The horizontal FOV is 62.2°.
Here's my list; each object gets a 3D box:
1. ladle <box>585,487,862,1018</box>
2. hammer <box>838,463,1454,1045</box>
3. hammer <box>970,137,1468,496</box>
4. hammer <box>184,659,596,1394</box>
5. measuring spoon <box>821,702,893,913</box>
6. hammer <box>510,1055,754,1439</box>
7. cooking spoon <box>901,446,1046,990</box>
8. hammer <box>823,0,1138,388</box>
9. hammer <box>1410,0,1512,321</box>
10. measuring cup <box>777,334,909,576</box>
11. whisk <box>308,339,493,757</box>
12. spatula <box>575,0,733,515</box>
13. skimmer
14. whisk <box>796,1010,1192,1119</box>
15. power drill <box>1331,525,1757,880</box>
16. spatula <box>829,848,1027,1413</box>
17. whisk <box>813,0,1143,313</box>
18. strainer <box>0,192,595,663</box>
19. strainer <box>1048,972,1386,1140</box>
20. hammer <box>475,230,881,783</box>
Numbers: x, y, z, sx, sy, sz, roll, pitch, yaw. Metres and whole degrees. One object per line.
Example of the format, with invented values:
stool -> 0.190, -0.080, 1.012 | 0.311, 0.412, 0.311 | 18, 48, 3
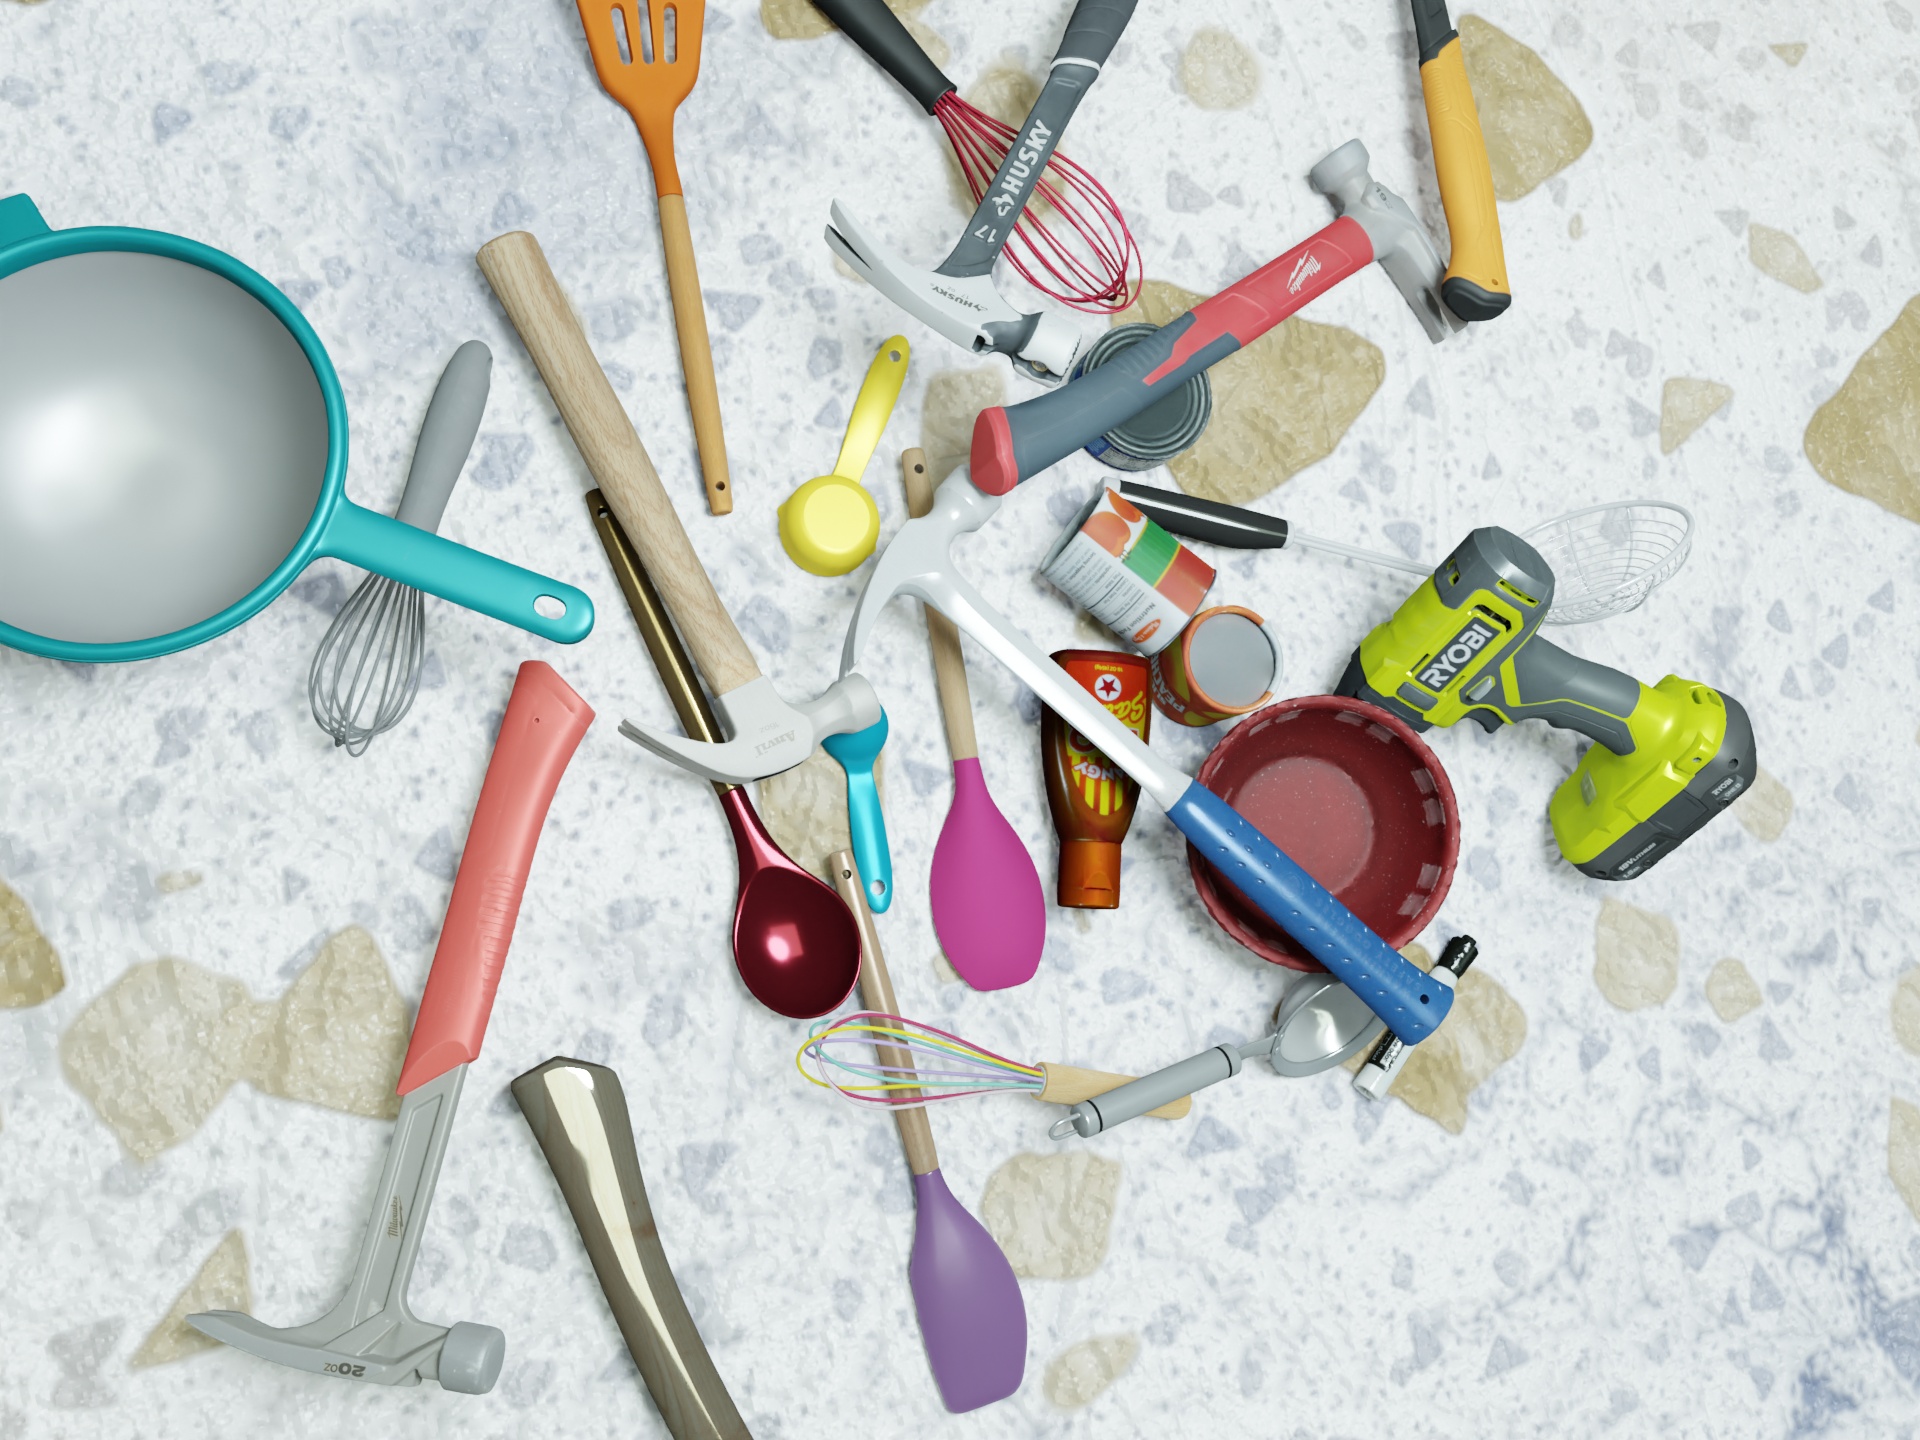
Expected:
ladle -> -0.138, 0.016, 0.876 | 0.069, 0.031, 0.315 | -24, 88, -10
hammer -> 0.109, 0.039, 0.882 | 0.405, 0.035, 0.144 | 41, 66, -3
hammer -> 0.159, -0.220, 0.955 | 0.386, 0.038, 0.143 | -36, 94, -29
hammer -> -0.263, 0.141, 0.805 | 0.149, 0.036, 0.359 | 10, 75, 5
measuring spoon -> -0.052, 0.045, 0.898 | 0.042, 0.021, 0.129 | -7, 83, -17
hammer -> -0.139, 0.369, 0.821 | 0.146, 0.038, 0.410 | -26, 90, -17
cooking spoon -> -0.001, -0.003, 0.923 | 0.068, 0.017, 0.319 | -9, 85, -18
hammer -> 0.055, -0.369, 0.929 | 0.149, 0.036, 0.409 | 25, 60, -3
hammer -> 0.327, -0.421, 1.052 | 0.127, 0.034, 0.337 | -1, 76, -16
measuring cup -> -0.058, -0.158, 0.921 | 0.062, 0.029, 0.156 | 22, 78, -13
whisk -> -0.288, -0.095, 0.840 | 0.055, 0.055, 0.239 | 17, 73, -14
spatula -> -0.160, -0.276, 0.903 | 0.081, 0.041, 0.323 | -9, 86, -18
skimmer -> 0.267, -0.129, 0.982 | 0.363, 0.127, 0.090 | 12, 112, -8
whisk -> 0.022, 0.198, 0.880 | 0.244, 0.051, 0.047 | 14, 98, -25
power drill -> 0.345, 0.001, 0.965 | 0.223, 0.171, 0.080 | 28, 35, -13
spatula -> -0.024, 0.224, 0.884 | 0.059, 0.018, 0.316 | -16, 88, -14
whisk -> 0.002, -0.358, 0.957 | 0.073, 0.073, 0.296 | -42, 89, -17
strainer -> -0.343, -0.102, 0.787 | 0.340, 0.095, 0.211 | 21, 78, -8
strainer -> 0.158, 0.190, 0.914 | 0.258, 0.086, 0.050 | -15, 43, -27
hammer -> -0.176, -0.116, 0.865 | 0.130, 0.031, 0.331 | -27, 86, -24
